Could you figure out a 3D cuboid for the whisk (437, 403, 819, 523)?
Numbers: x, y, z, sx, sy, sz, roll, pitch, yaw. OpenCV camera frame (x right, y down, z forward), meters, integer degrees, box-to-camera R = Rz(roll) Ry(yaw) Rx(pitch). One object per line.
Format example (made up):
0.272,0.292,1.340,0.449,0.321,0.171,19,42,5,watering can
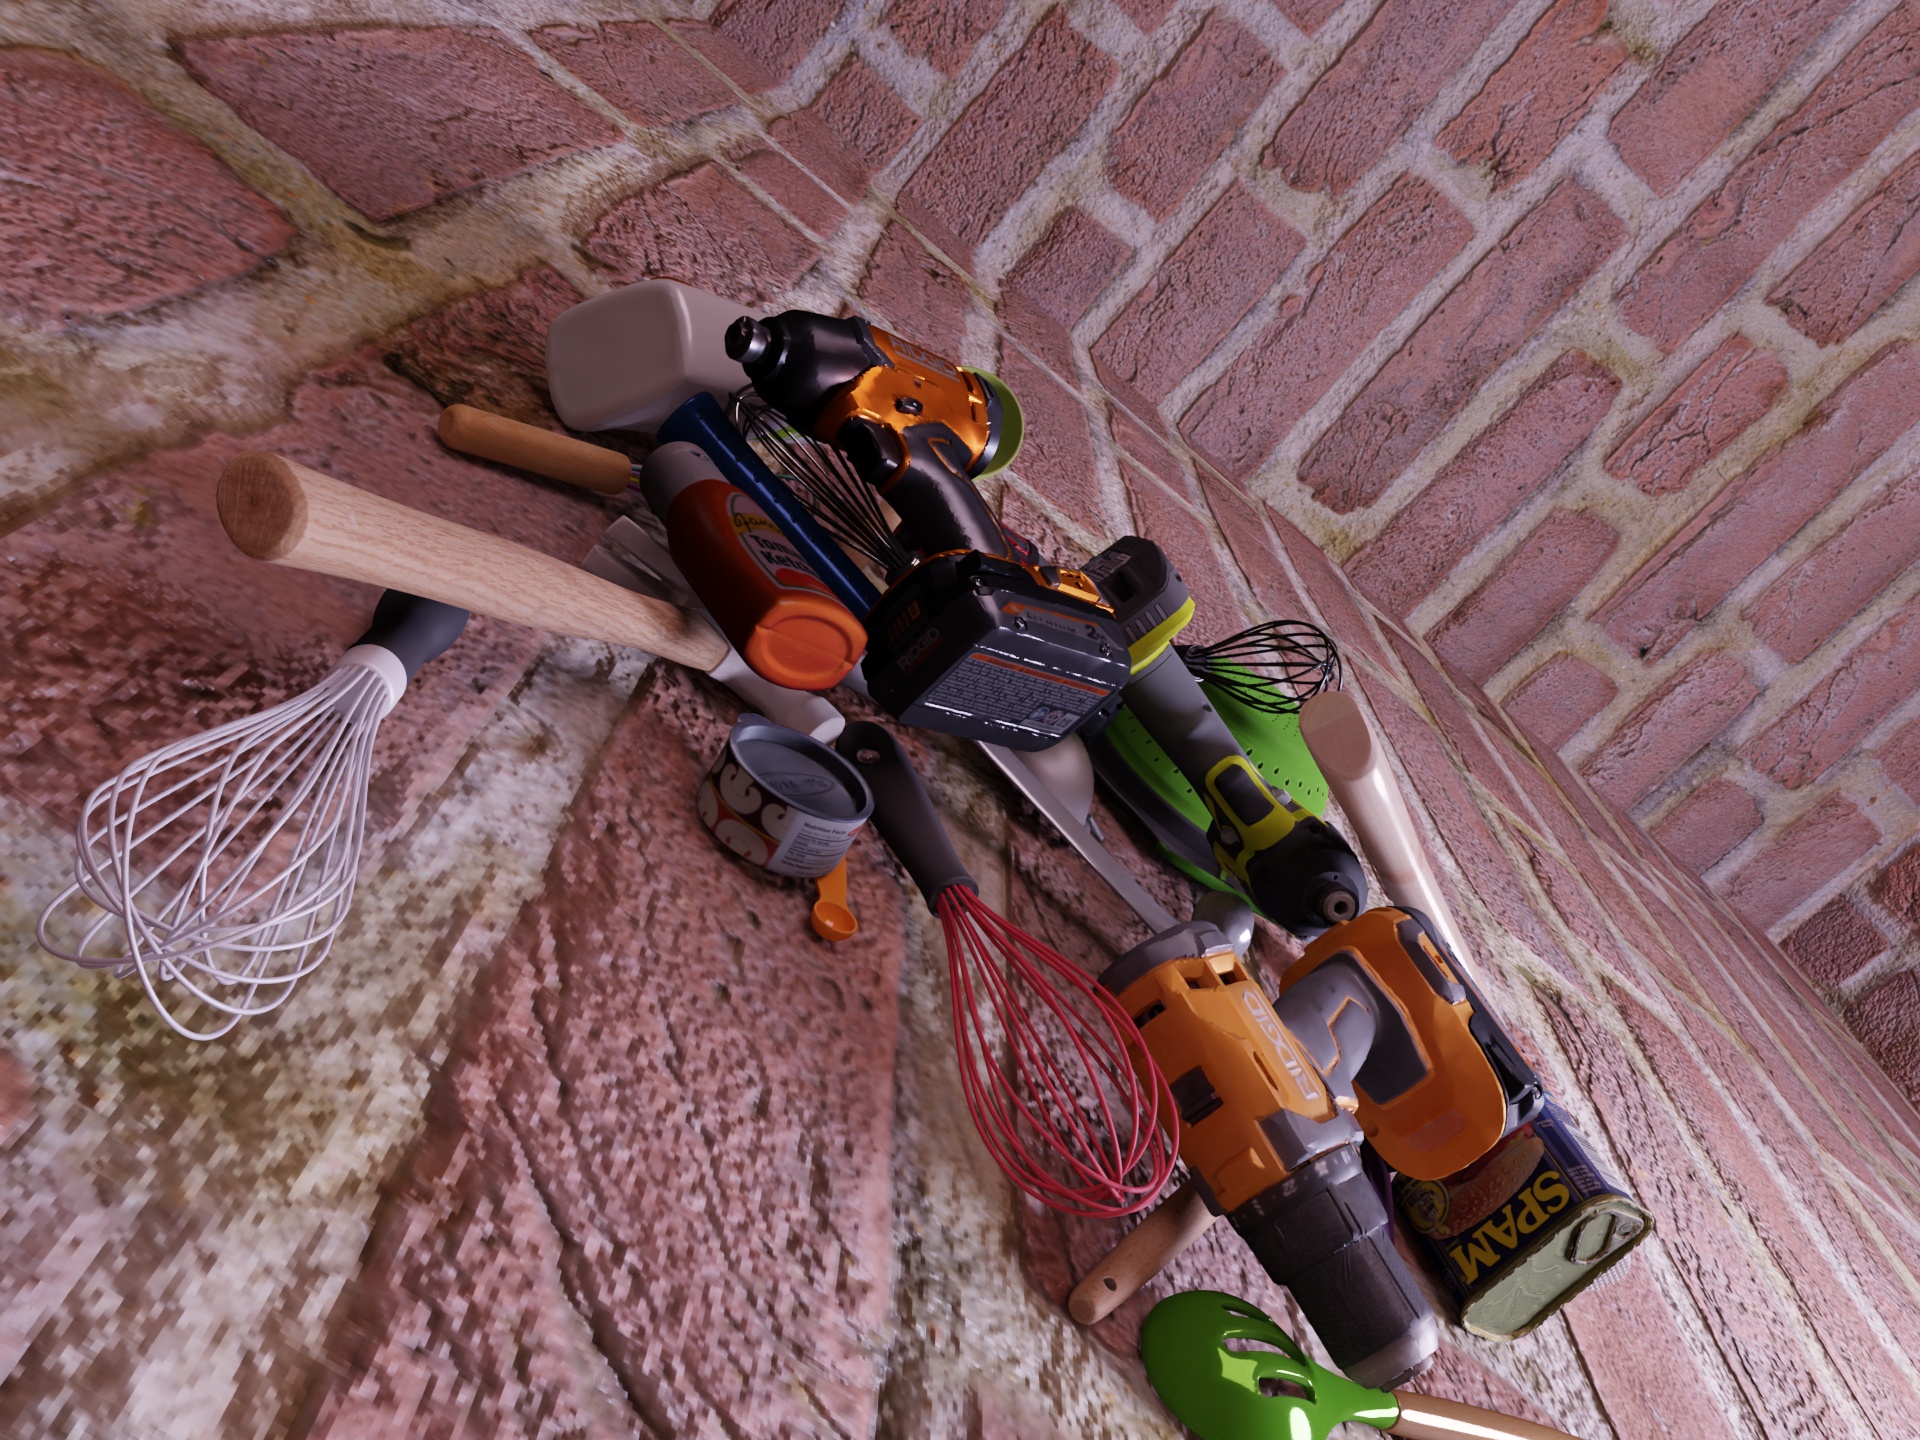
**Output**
-0.156,-0.121,0.817,0.244,0.051,0.047,11,42,-52,whisk

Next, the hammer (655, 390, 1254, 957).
-0.001,-0.003,0.796,0.405,0.035,0.144,47,26,-4,hammer

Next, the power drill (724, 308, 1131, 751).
-0.023,-0.103,0.759,0.164,0.084,0.227,14,43,-45,power drill

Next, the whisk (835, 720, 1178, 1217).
0.004,0.086,0.661,0.073,0.073,0.296,27,19,-38,whisk

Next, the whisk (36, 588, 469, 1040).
-0.188,-0.001,0.477,0.070,0.070,0.285,37,15,-17,whisk

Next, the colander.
0.172,-0.012,1.124,0.204,0.094,0.397,30,20,-17,colander

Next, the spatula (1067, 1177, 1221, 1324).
0.115,0.201,0.690,0.082,0.044,0.317,51,25,17,spatula

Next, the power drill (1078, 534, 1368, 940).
0.132,0.014,0.852,0.223,0.080,0.171,53,2,-9,power drill

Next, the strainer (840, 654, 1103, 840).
-0.003,-0.001,0.864,0.258,0.050,0.087,27,21,-29,strainer

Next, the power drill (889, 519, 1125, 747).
0.032,-0.068,1.025,0.143,0.078,0.220,33,18,-24,power drill

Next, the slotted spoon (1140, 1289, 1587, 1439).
0.185,0.281,0.647,0.313,0.031,0.070,29,22,-37,slotted spoon

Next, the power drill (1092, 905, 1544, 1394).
0.170,0.168,0.678,0.226,0.084,0.185,2,50,-52,power drill

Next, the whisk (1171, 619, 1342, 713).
0.146,-0.032,0.975,0.055,0.055,0.239,32,-13,-27,whisk

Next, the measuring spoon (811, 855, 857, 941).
-0.060,0.058,0.673,0.021,0.011,0.117,23,22,-21,measuring spoon

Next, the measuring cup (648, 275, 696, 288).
-0.154,-0.214,1.000,0.095,0.052,0.174,15,32,-54,measuring cup

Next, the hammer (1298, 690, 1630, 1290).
0.272,0.140,0.877,0.410,0.038,0.146,57,12,-29,hammer

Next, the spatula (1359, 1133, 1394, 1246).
0.220,0.164,0.887,0.316,0.018,0.059,-79,150,-55,spatula

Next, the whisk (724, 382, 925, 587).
-0.038,-0.089,0.867,0.246,0.058,0.059,45,-1,-21,whisk

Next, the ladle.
-0.034,-0.133,0.955,0.078,0.062,0.320,42,35,-8,ladle

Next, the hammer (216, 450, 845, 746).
-0.152,-0.048,0.605,0.130,0.031,0.331,45,8,16,hammer
